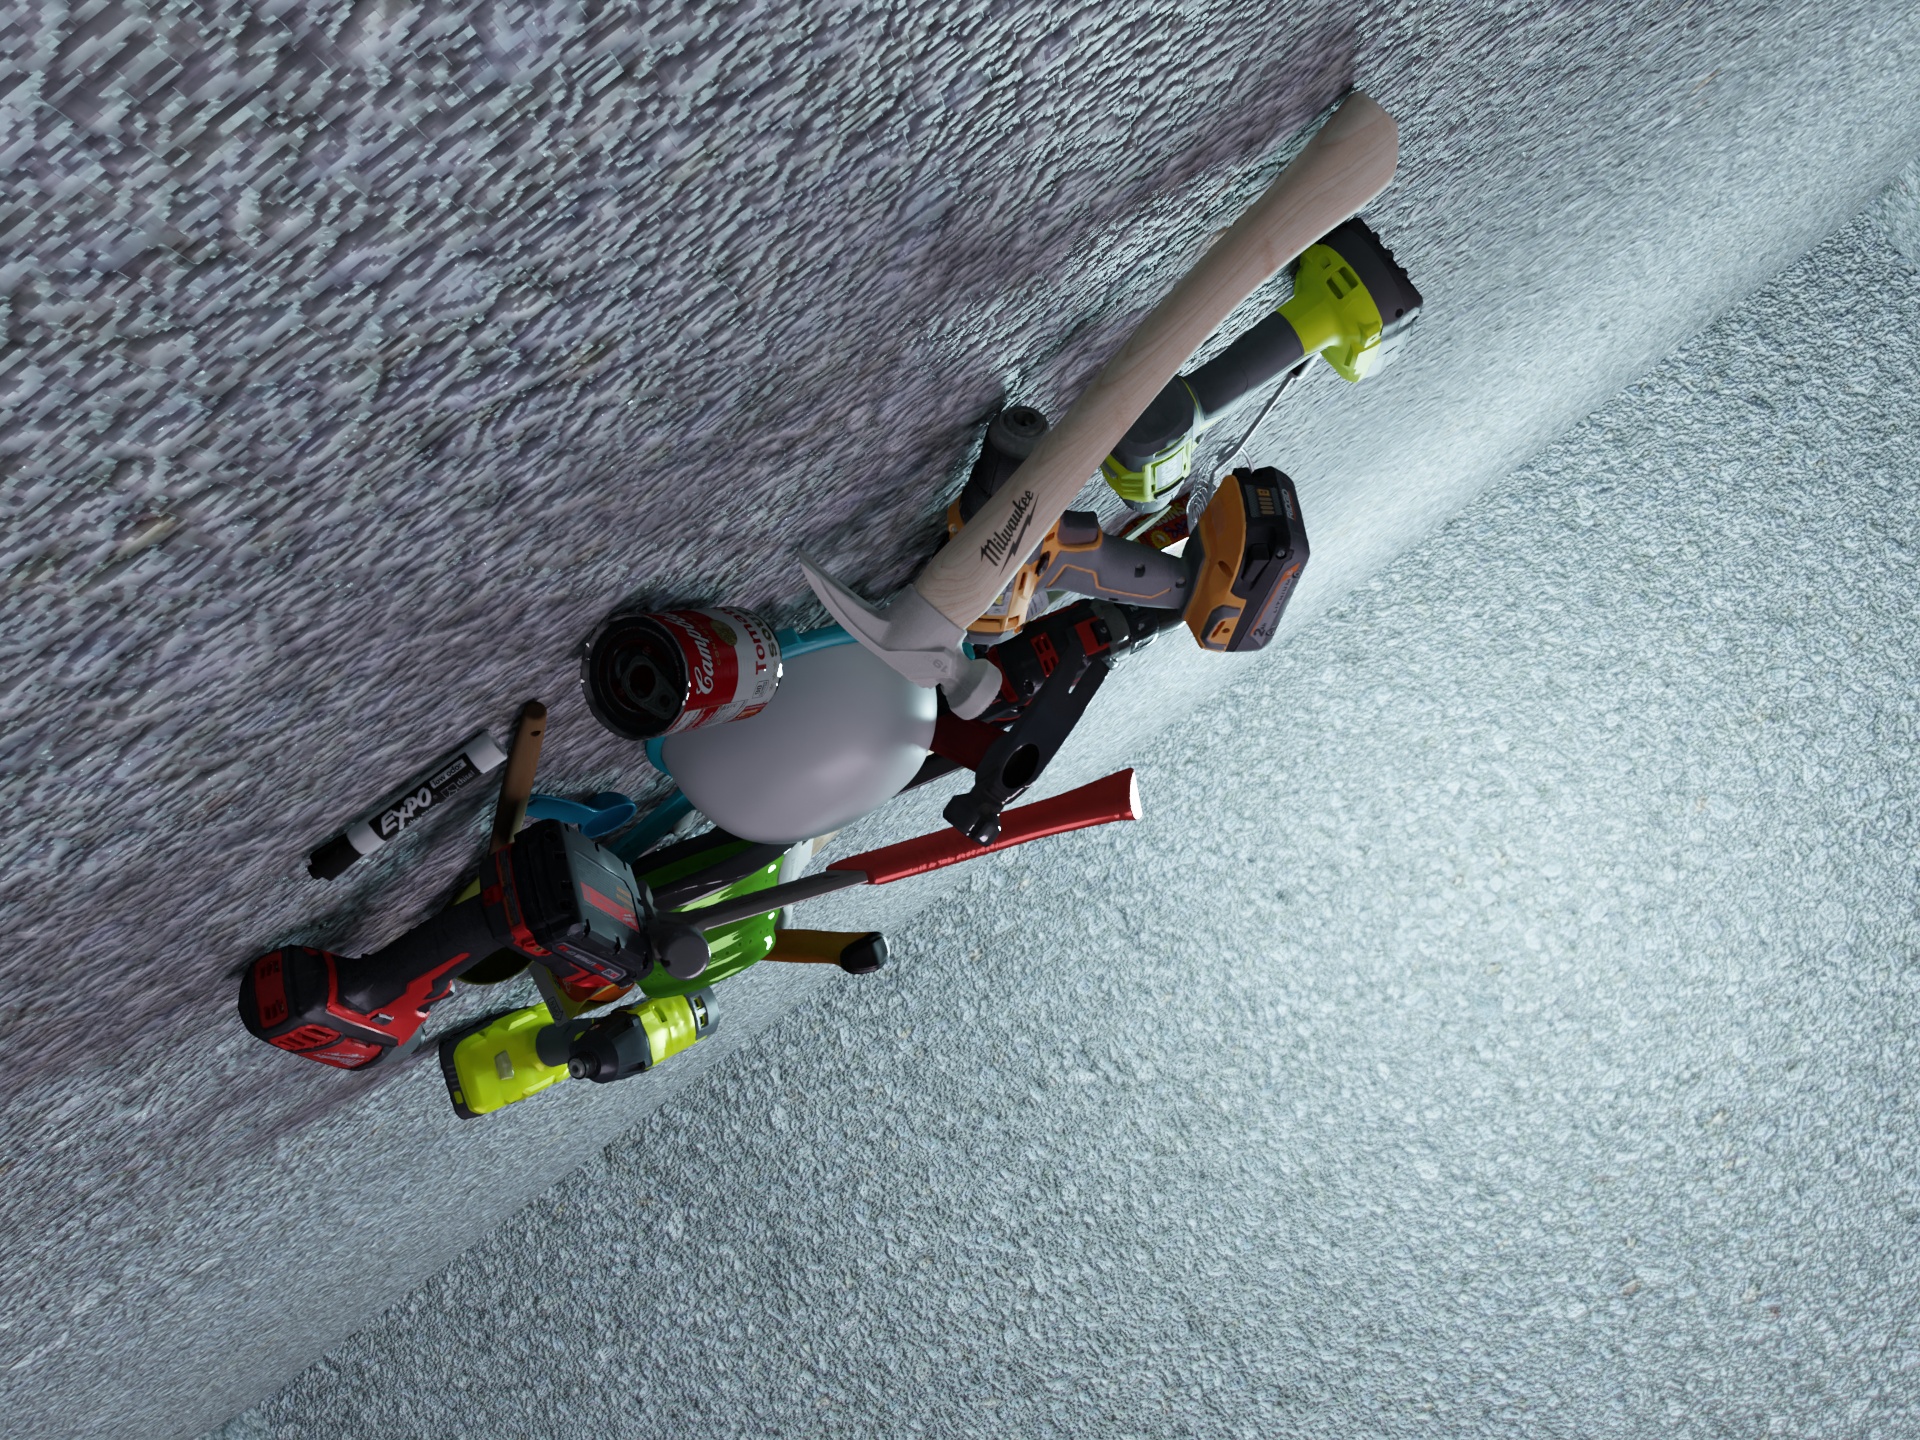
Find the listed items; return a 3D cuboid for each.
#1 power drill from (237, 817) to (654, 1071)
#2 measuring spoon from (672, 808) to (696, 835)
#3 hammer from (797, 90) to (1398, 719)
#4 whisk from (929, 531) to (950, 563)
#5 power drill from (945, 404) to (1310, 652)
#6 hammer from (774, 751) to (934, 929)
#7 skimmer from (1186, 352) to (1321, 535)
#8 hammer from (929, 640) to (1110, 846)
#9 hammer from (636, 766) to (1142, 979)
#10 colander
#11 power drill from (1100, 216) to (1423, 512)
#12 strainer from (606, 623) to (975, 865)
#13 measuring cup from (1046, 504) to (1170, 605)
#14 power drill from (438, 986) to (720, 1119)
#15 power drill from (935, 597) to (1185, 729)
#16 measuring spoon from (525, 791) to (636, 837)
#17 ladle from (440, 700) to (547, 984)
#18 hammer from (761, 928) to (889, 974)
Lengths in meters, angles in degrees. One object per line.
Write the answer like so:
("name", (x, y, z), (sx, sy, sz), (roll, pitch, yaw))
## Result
("power drill", (-0.311, 0.152, 0.983), (0.219, 0.079, 0.143), (-24, 151, 7))
("measuring spoon", (-0.216, 0.076, 1.281), (0.034, 0.018, 0.124), (-32, 170, -25))
("hammer", (0.084, -0.190, 0.904), (0.410, 0.146, 0.038), (-48, -158, 11))
("whisk", (-0.049, -0.052, 1.172), (0.070, 0.070, 0.284), (-26, 162, -44))
("power drill", (0.103, -0.121, 1.019), (0.226, 0.084, 0.185), (2, 143, -8))
("hammer", (-0.081, 0.059, 1.465), (0.331, 0.031, 0.130), (-40, 149, -51))
("skimmer", (0.274, -0.238, 1.294), (0.363, 0.090, 0.127), (121, -8, -59))
("hammer", (-0.002, -0.004, 1.189), (0.143, 0.038, 0.386), (-54, -164, -4))
("hammer", (-0.044, 0.095, 1.100), (0.359, 0.036, 0.149), (-16, -166, -15))
("colander", (-0.136, 0.124, 1.258), (0.397, 0.094, 0.204), (-22, -173, -15))
("power drill", (0.195, -0.231, 1.106), (0.228, 0.080, 0.190), (-34, 169, 1))
("strainer", (-0.142, 0.056, 1.113), (0.340, 0.095, 0.211), (-37, 157, 33))
("measuring cup", (0.100, -0.143, 1.297), (0.167, 0.038, 0.083), (-35, 170, -17))
("power drill", (-0.349, 0.293, 1.421), (0.223, 0.080, 0.171), (-16, -179, 28))
("power drill", (0.074, -0.052, 1.308), (0.188, 0.080, 0.226), (-23, 179, -26))
("measuring spoon", (-0.261, 0.054, 1.058), (0.042, 0.021, 0.128), (-35, 161, 10))
("ladle", (-0.281, 0.083, 0.993), (0.078, 0.062, 0.320), (-12, 156, -28))
("hammer", (-0.190, 0.198, 1.422), (0.337, 0.034, 0.127), (-5, -165, 40))
